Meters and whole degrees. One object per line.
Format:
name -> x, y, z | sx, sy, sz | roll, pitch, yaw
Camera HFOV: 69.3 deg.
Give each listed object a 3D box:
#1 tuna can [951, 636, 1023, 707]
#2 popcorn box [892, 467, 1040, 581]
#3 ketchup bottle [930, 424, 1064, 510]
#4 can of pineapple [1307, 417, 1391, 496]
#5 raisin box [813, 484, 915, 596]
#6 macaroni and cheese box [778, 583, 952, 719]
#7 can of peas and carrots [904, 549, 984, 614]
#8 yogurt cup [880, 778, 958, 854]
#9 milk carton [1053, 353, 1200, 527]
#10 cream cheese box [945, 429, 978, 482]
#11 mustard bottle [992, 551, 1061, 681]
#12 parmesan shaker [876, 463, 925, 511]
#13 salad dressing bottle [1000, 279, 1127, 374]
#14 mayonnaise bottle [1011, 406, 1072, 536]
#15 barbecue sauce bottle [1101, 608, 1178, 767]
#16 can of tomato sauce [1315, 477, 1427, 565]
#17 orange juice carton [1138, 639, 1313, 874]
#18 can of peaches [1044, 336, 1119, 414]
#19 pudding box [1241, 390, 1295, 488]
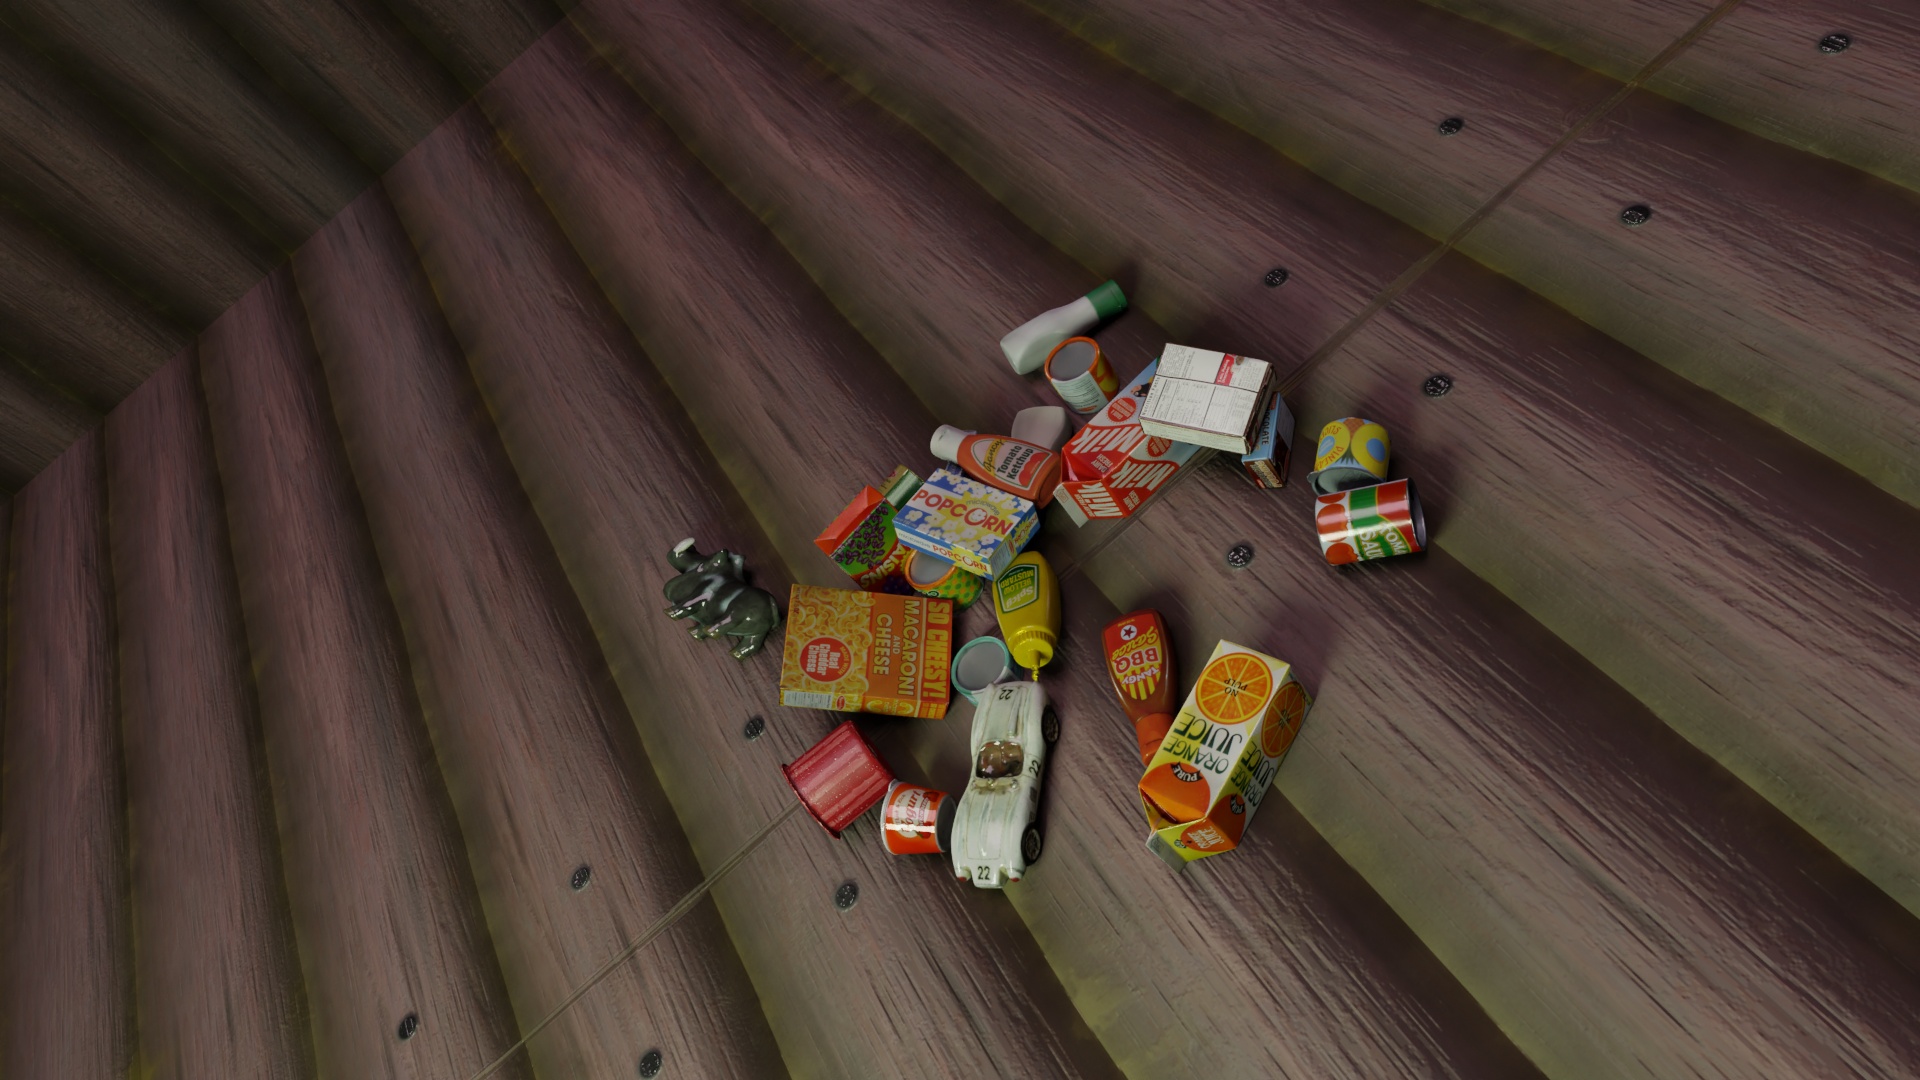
tuna can -> 0.025, 0.129, 1.382 | 0.071, 0.032, 0.071 | -17, 51, 22
popcorn box -> 0.005, -0.018, 1.425 | 0.127, 0.038, 0.085 | 22, 56, 31
ketchup bottle -> 0.036, -0.083, 1.461 | 0.149, 0.043, 0.065 | 23, 69, 32
can of pineapple -> 0.362, -0.073, 1.288 | 0.071, 0.071, 0.058 | -2, 56, 32
raisin box -> -0.085, 0.011, 1.478 | 0.086, 0.123, 0.040 | -47, 44, -6
macaroni and cheese box -> -0.094, 0.112, 1.407 | 0.166, 0.040, 0.124 | 6, 55, -6
can of peas and carrots -> -0.019, 0.038, 1.460 | 0.071, 0.058, 0.071 | -18, 50, 22
yogurt cup -> -0.036, 0.263, 1.303 | 0.054, 0.072, 0.073 | 0, 58, 24
milk carton -> 0.176, -0.096, 1.423 | 0.190, 0.072, 0.073 | -44, 46, -2
cream cheese box -> 0.005, -0.064, 1.524 | 0.024, 0.053, 0.104 | 2, 59, 36
mustard bottle -> 0.068, 0.077, 1.363 | 0.065, 0.048, 0.161 | -24, 35, 14
parmesan shaker -> -0.077, -0.025, 1.542 | 0.103, 0.071, 0.071 | -49, 46, -6
salad dressing bottle -> 0.119, -0.245, 1.582 | 0.148, 0.064, 0.044 | -31, 65, -1
mayonnaise bottle -> 0.079, -0.074, 1.493 | 0.064, 0.041, 0.149 | -3, 58, 27
barbecue sauce bottle -> 0.172, 0.136, 1.274 | 0.065, 0.043, 0.149 | -22, 49, 17
can of tomato sauce -> 0.367, -0.015, 1.244 | 0.083, 0.071, 0.071 | -12, 53, 27
orange juice carton -> 0.219, 0.190, 1.185 | 0.073, 0.071, 0.193 | 19, 69, 41
can of peaches -> 0.133, -0.183, 1.526 | 0.071, 0.058, 0.071 | -17, 51, 22
pudding box -> 0.302, -0.099, 1.359 | 0.030, 0.049, 0.084 | -5, 56, 32
